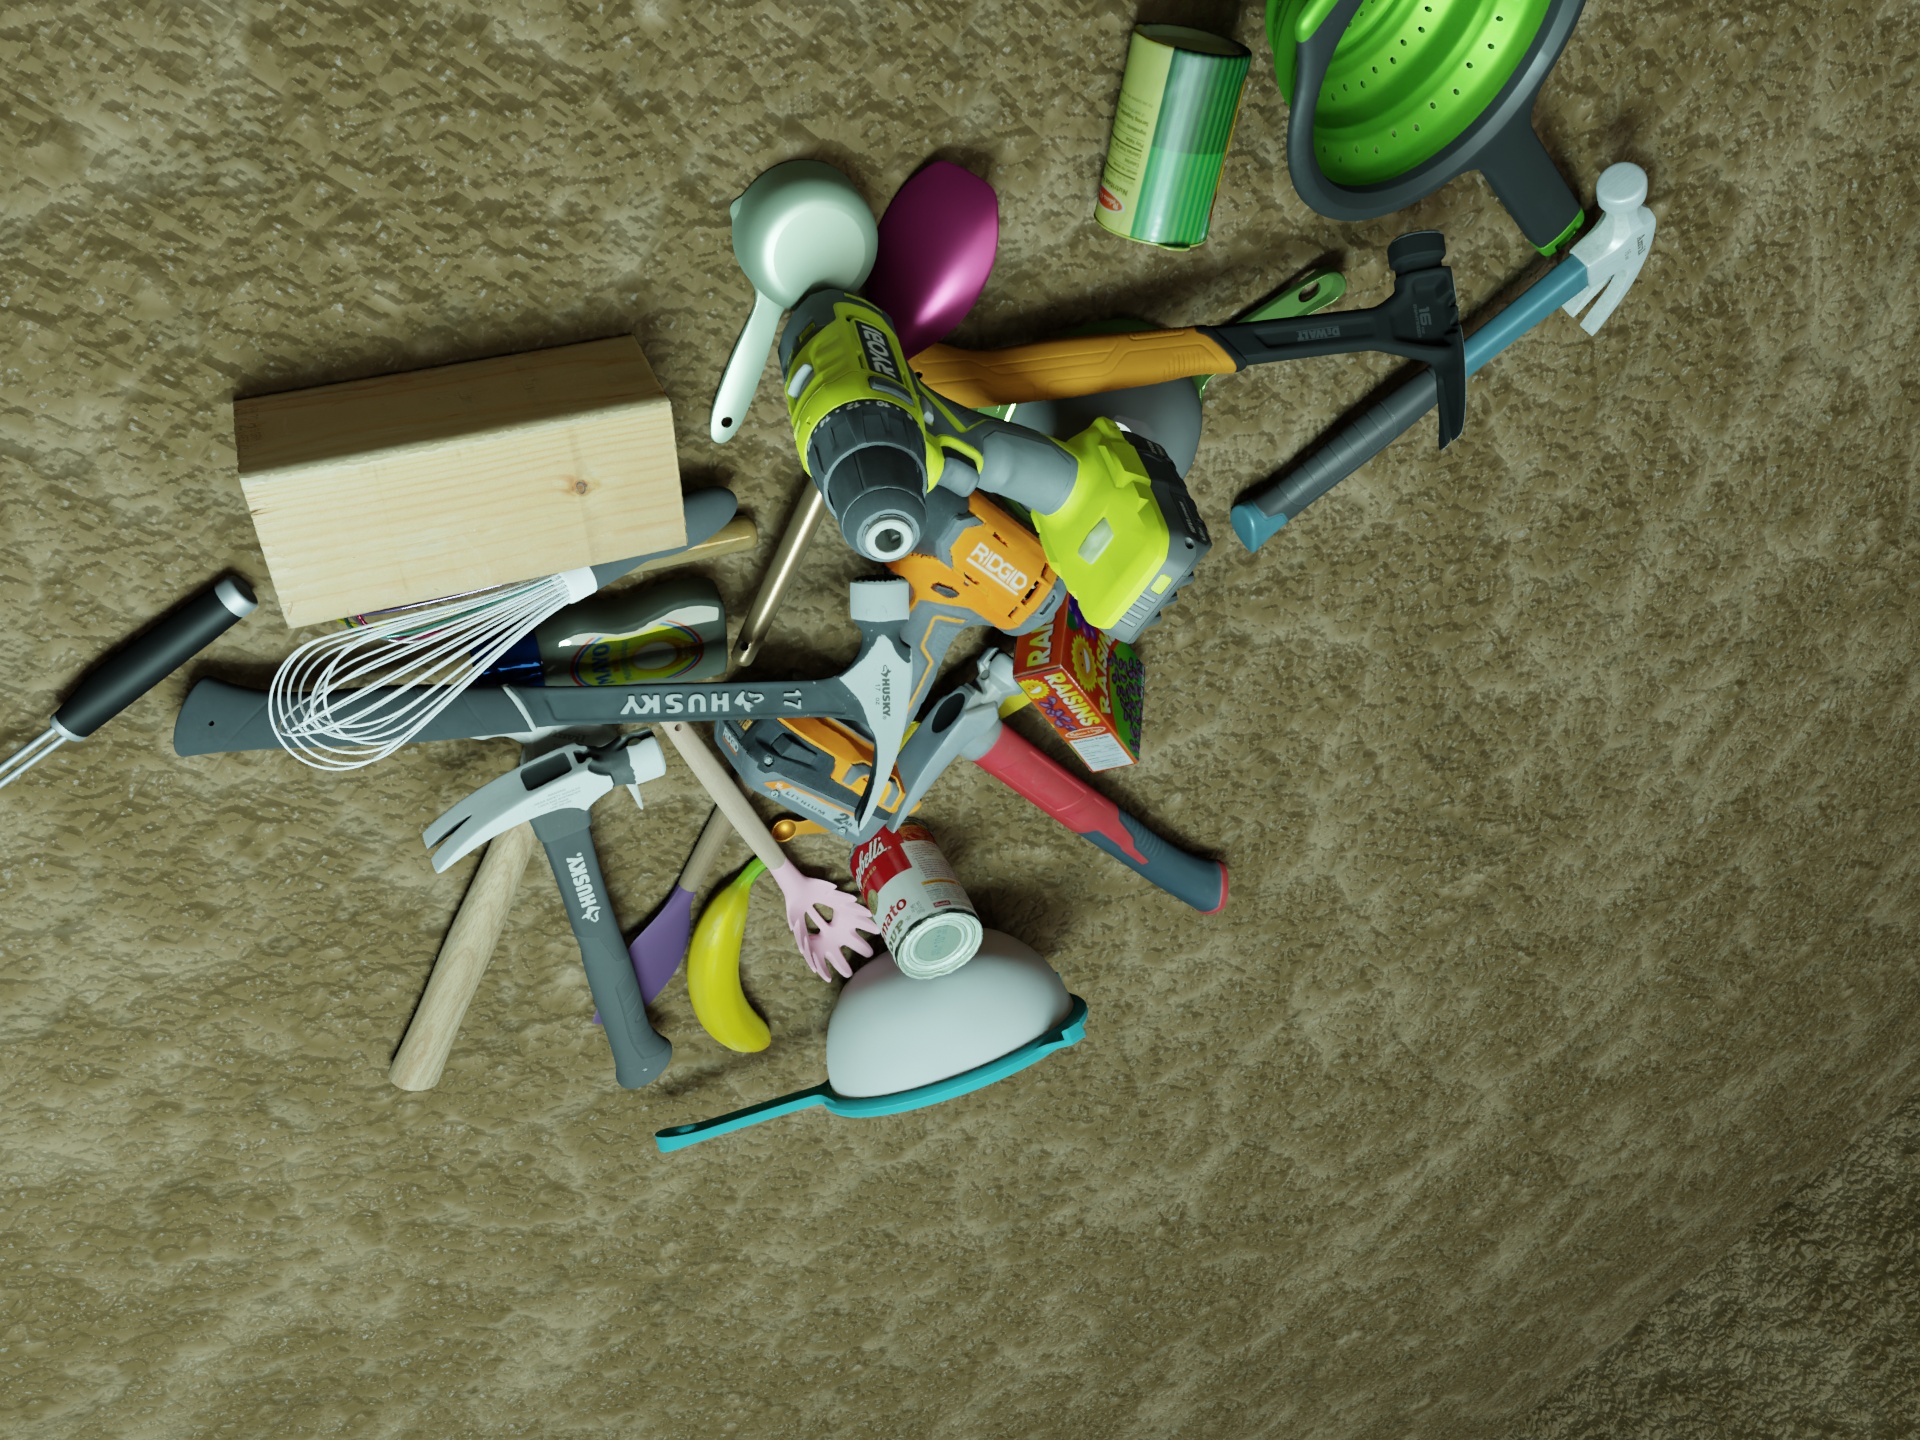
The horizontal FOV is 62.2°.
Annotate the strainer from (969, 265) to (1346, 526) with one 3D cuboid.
[{"bbox_3d":[0.142,-0.197,0.994,0.256,0.069,0.151,-33,134,2],"label":"strainer"}]

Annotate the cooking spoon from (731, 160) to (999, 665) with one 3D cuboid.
[{"bbox_3d":[-0.065,-0.165,0.915,0.069,0.017,0.318,30,113,5],"label":"cooking spoon"}]

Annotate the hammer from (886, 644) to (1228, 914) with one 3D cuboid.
[{"bbox_3d":[0.091,0.084,1.199,0.143,0.038,0.385,-52,136,3],"label":"hammer"}]

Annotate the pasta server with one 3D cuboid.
[{"bbox_3d":[-0.131,0.086,1.085,0.060,0.040,0.315,-44,143,-14],"label":"pasta server"}]

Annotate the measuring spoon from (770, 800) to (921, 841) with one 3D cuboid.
[{"bbox_3d":[-0.082,0.068,1.139,0.117,0.011,0.021,-10,128,-25],"label":"measuring spoon"}]

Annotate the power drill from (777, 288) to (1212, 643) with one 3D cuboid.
[{"bbox_3d":[0.016,-0.123,0.835,0.228,0.191,0.080,19,125,-29],"label":"power drill"}]

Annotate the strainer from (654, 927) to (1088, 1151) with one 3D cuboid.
[{"bbox_3d":[-0.078,0.232,1.200,0.340,0.211,0.095,-18,93,-1],"label":"strainer"}]

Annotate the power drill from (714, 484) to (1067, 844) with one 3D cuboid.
[{"bbox_3d":[-0.053,-0.050,0.996,0.164,0.084,0.226,33,97,-38],"label":"power drill"}]

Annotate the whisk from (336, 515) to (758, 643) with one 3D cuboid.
[{"bbox_3d":[-0.233,-0.087,0.909,0.245,0.051,0.047,-14,126,-21],"label":"whisk"}]

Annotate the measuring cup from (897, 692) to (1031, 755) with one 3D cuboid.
[{"bbox_3d":[-0.002,-0.004,1.117,0.156,0.029,0.062,-29,133,-20],"label":"measuring cup"}]

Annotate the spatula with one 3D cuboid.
[{"bbox_3d":[-0.177,0.095,1.104,0.059,0.018,0.315,-1,128,-50],"label":"spatula"}]

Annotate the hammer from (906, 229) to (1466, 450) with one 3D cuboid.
[{"bbox_3d":[0.128,-0.207,0.933,0.337,0.127,0.034,-7,175,-4],"label":"hammer"}]

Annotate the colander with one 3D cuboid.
[{"bbox_3d":[0.278,-0.372,0.923,0.204,0.095,0.396,-47,151,19],"label":"colander"}]

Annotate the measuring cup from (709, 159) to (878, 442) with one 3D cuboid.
[{"bbox_3d":[-0.099,-0.220,0.870,0.083,0.038,0.167,10,119,-33],"label":"measuring cup"}]

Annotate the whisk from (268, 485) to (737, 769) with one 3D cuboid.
[{"bbox_3d":[-0.237,-0.063,0.859,0.284,0.070,0.070,-34,138,-28],"label":"whisk"}]

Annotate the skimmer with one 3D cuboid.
[{"bbox_3d":[-0.512,0.062,0.852,0.363,0.090,0.127,-37,167,1],"label":"skimmer"}]

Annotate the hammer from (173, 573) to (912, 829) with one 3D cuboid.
[{"bbox_3d":[-0.230,-0.003,0.908,0.409,0.036,0.149,-3,102,-9],"label":"hammer"}]

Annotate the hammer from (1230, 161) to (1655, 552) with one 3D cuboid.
[{"bbox_3d":[0.319,-0.228,1.070,0.331,0.033,0.128,-38,154,12],"label":"hammer"}]

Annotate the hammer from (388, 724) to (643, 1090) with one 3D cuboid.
[{"bbox_3d":[-0.310,0.122,1.047,0.130,0.031,0.331,11,121,-33],"label":"hammer"}]

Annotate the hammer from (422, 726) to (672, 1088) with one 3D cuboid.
[{"bbox_3d":[-0.246,0.147,1.058,0.146,0.035,0.334,-21,139,-17],"label":"hammer"}]
